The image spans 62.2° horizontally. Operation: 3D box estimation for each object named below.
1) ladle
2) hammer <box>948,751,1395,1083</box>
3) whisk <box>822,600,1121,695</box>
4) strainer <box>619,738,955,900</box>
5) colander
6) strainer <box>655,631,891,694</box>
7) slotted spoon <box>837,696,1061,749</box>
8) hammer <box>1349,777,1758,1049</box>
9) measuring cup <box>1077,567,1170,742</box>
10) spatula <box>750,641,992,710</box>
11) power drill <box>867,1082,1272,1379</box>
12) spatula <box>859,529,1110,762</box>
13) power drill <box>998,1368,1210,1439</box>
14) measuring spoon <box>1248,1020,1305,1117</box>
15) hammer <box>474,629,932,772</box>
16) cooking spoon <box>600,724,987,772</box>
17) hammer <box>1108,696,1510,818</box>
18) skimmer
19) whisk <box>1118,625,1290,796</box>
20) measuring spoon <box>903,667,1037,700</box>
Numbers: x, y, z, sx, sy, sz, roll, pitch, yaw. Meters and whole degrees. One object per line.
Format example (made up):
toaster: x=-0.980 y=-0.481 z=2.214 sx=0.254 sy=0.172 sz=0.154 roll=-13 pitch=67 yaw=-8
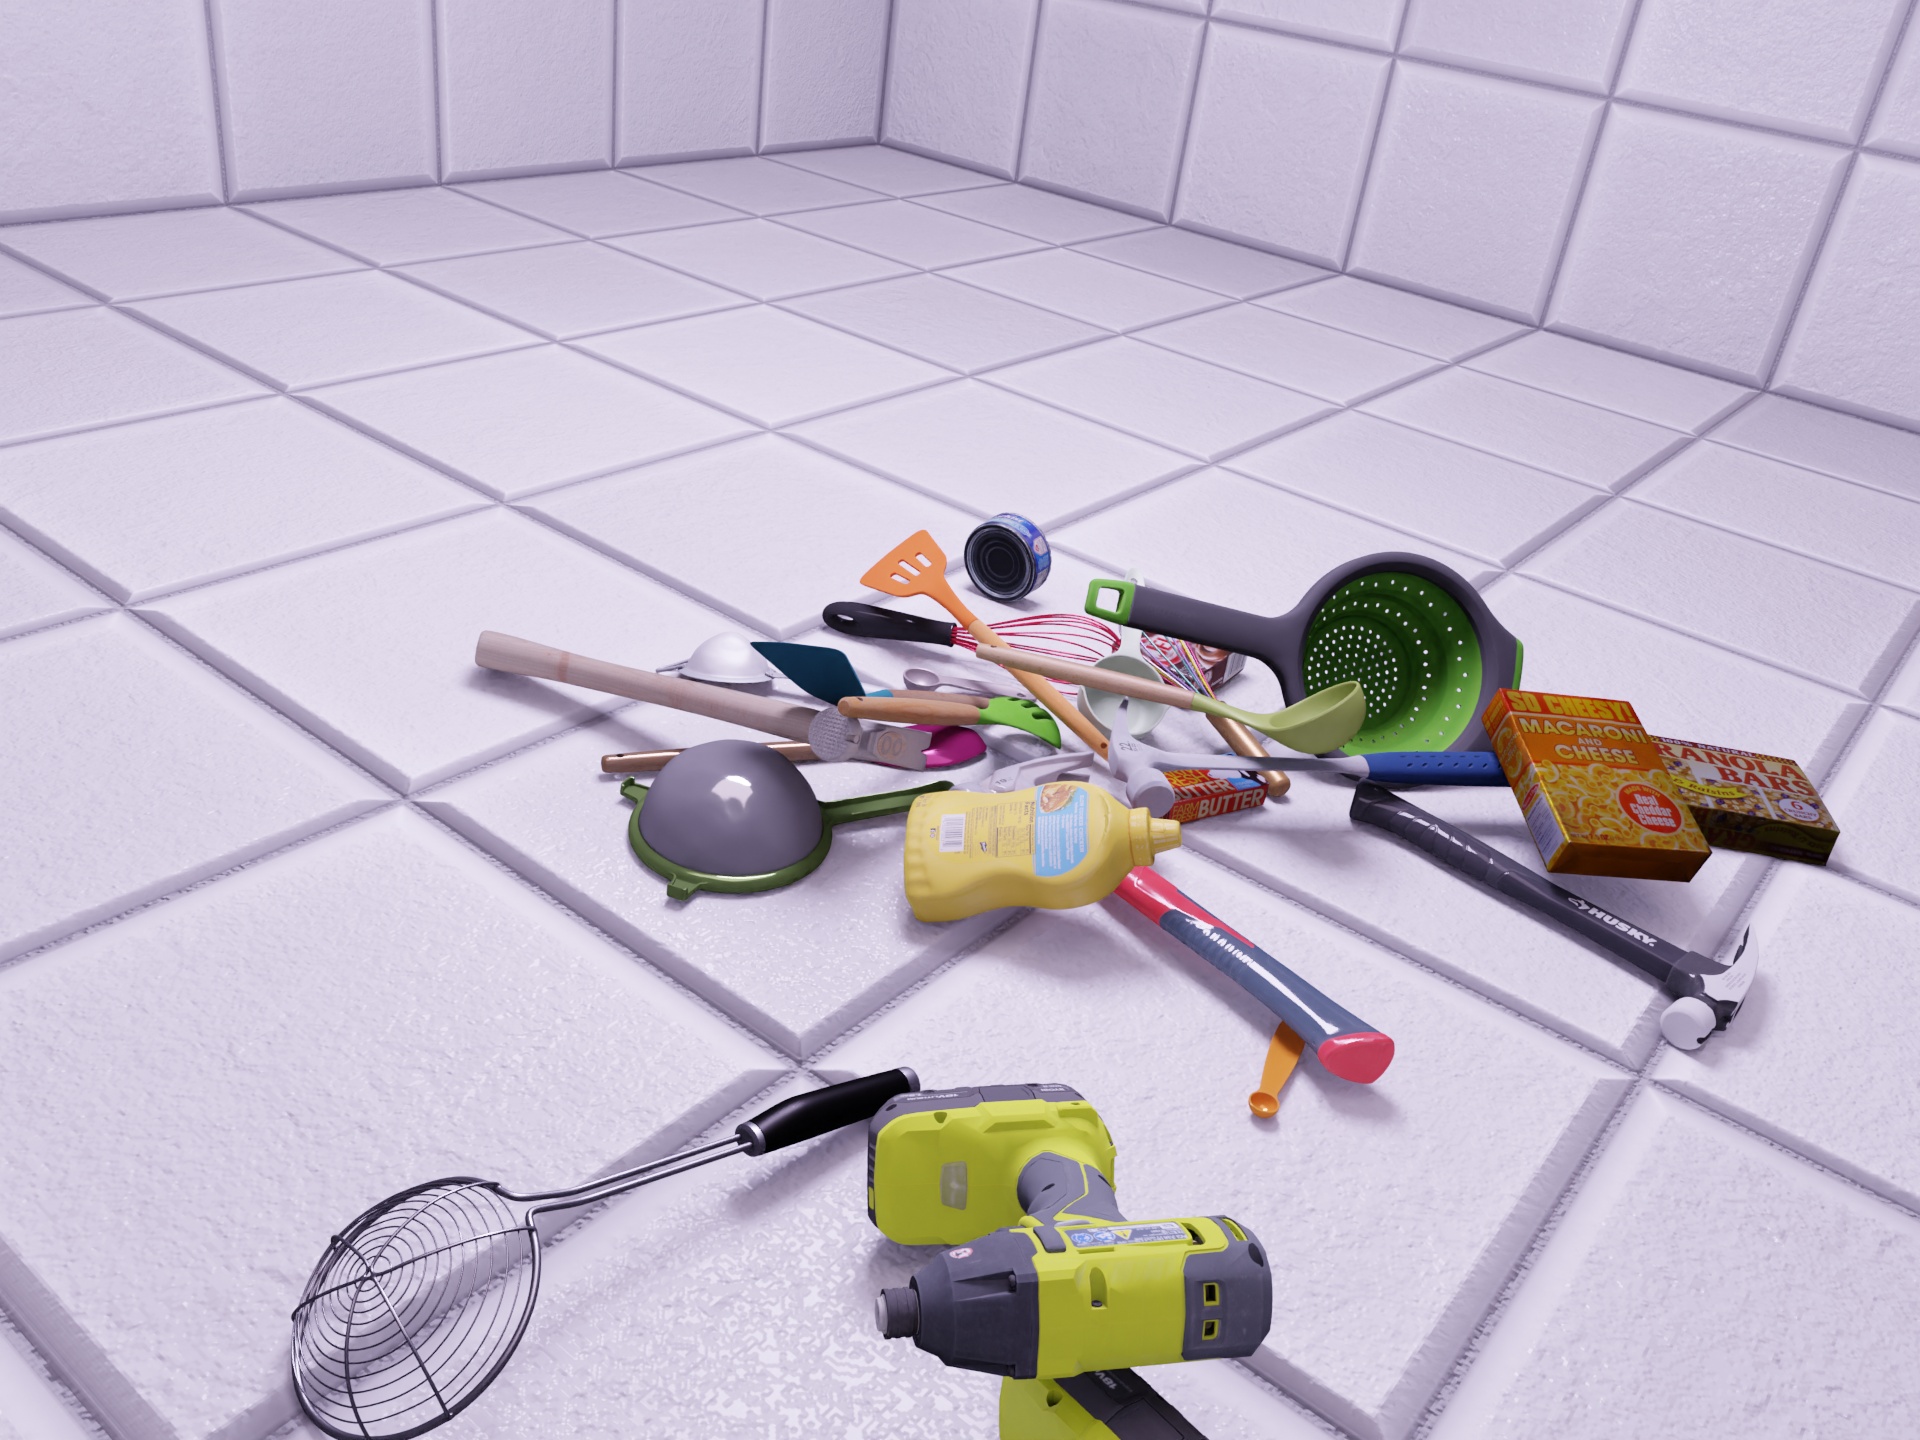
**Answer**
ladle: x=0.164 y=-0.033 z=1.283 sx=0.320 sy=0.062 sz=0.078 roll=14 pitch=22 yaw=17
hammer: x=0.160 y=0.130 z=1.143 sx=0.143 sy=0.038 sz=0.387 roll=-14 pitch=35 yaw=-37
whisk: x=0.012 y=-0.076 z=1.462 sx=0.296 sy=0.073 sz=0.073 roll=10 pitch=29 yaw=14
strainer: x=-0.119 y=0.051 z=1.188 sx=0.256 sy=0.069 sz=0.152 roll=-8 pitch=33 yaw=-23
colander: x=0.289 y=-0.061 z=1.393 sx=0.397 sy=0.204 sz=0.094 roll=13 pitch=-3 yaw=-11
strainer: x=-0.135 y=-0.037 z=1.376 sx=0.258 sy=0.050 sz=0.087 roll=13 pitch=15 yaw=2
slotted spoon: x=-0.002 y=-0.004 z=1.230 sx=0.070 sy=0.031 sz=0.313 roll=35 pitch=15 yaw=26
hammer: x=0.445 y=0.129 z=1.230 sx=0.146 sy=0.035 sz=0.335 roll=-21 pitch=40 yaw=-40
measuring cup: x=0.143 y=-0.056 z=1.398 sx=0.083 sy=0.038 sz=0.168 roll=12 pitch=63 yaw=-9
spatula: x=-0.043 y=-0.027 z=1.260 sx=0.082 sy=0.044 sz=0.317 roll=6 pitch=1 yaw=30
power drill: x=0.029 y=0.247 z=0.777 sx=0.171 sy=0.080 sz=0.223 roll=0 pitch=3 yaw=-13
spatula: x=0.030 y=-0.065 z=1.405 sx=0.081 sy=0.041 sz=0.323 roll=-40 pitch=63 yaw=-9
power drill: x=-0.008 y=0.359 z=0.669 sx=0.228 sy=0.080 sz=0.191 roll=-19 pitch=35 yaw=-36
measuring spoon: x=0.207 y=0.223 z=1.031 sx=0.021 sy=0.011 sz=0.117 roll=18 pitch=27 yaw=17
hammer: x=-0.221 y=-0.020 z=1.269 sx=0.411 sy=0.038 sz=0.146 roll=13 pitch=0 yaw=28
cooking spoon: x=-0.129 y=0.024 z=1.286 sx=0.318 sy=0.017 sz=0.069 roll=-4 pitch=30 yaw=-21
hammer: x=0.315 y=0.033 z=1.295 sx=0.405 sy=0.035 sz=0.144 roll=2 pitch=28 yaw=-12
skimmer: x=-0.166 y=0.263 z=0.846 sx=0.363 sy=0.090 sz=0.127 roll=-7 pitch=28 yaw=-44
whisk: x=0.210 y=-0.022 z=1.395 sx=0.051 sy=0.047 sz=0.245 roll=32 pitch=18 yaw=-54
measuring spoon: x=0.008 y=-0.025 z=1.418 sx=0.124 sy=0.018 sz=0.034 roll=9 pitch=27 yaw=-12
